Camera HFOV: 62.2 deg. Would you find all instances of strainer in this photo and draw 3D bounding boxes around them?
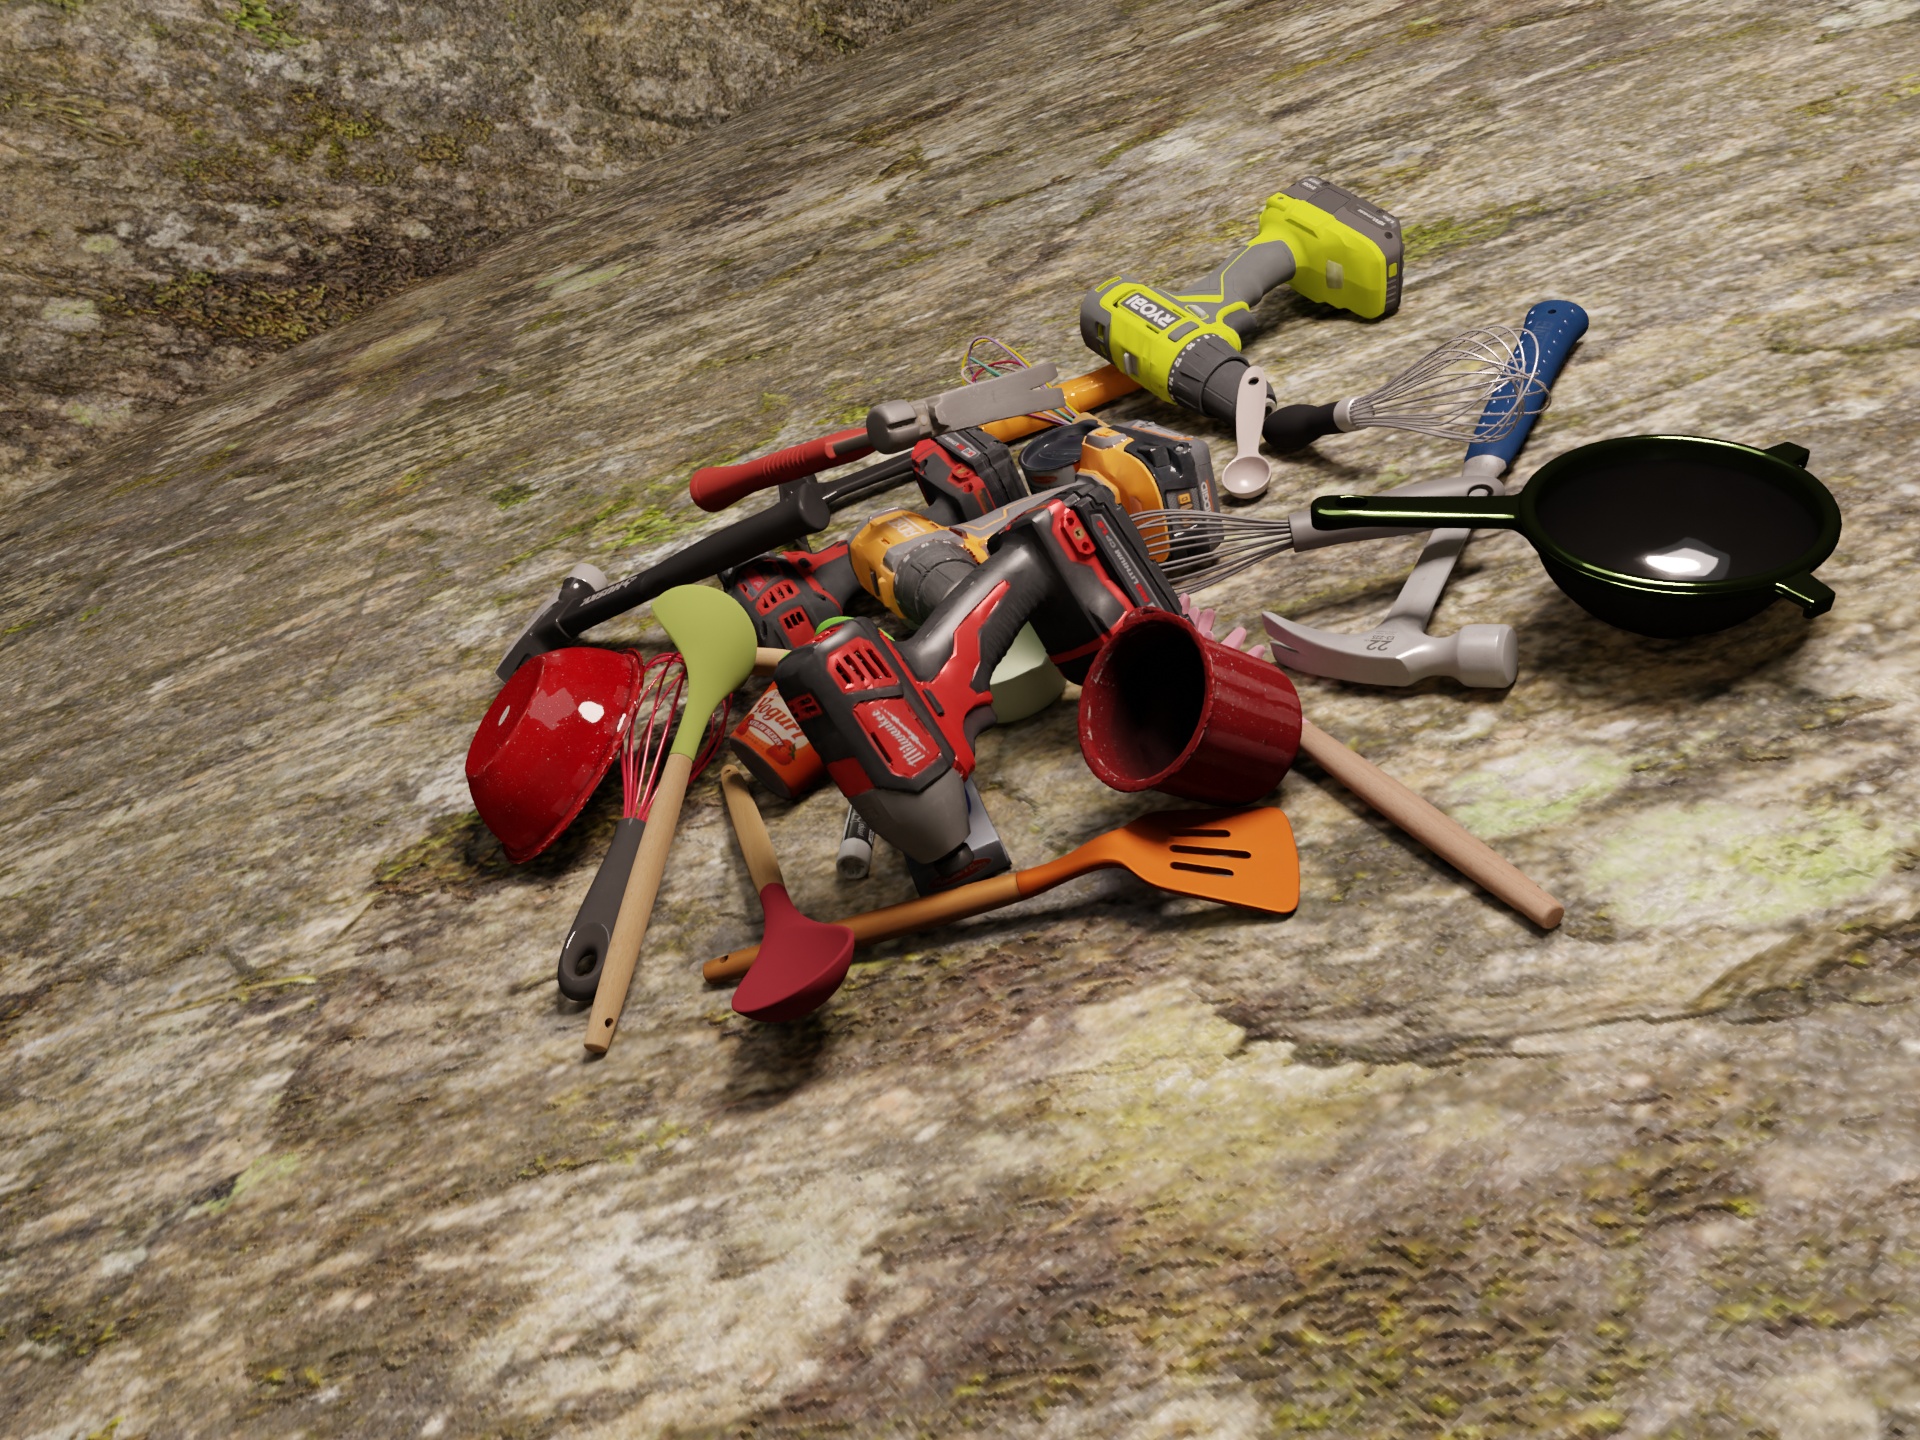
[{"bbox_3d":[0.315,-0.087,0.838,0.256,0.069,0.152,4,40,19],"label":"strainer"}]

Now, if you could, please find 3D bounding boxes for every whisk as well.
[{"bbox_3d":[-0.199,0.055,0.994,0.073,0.073,0.296,-12,40,18],"label":"whisk"},{"bbox_3d":[0.077,-0.230,1.216,0.047,0.051,0.245,-49,51,0],"label":"whisk"},{"bbox_3d":[0.195,-0.112,0.930,0.239,0.055,0.055,-10,34,11],"label":"whisk"},{"bbox_3d":[0.269,-0.198,1.016,0.070,0.070,0.285,-33,13,-15],"label":"whisk"}]

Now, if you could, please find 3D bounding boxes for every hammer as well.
[{"bbox_3d":[0.317,-0.153,0.990,0.144,0.035,0.406,3,40,35],"label":"hammer"},{"bbox_3d":[0.011,-0.230,1.296,0.337,0.034,0.127,-22,31,3],"label":"hammer"},{"bbox_3d":[-0.220,-0.103,1.177,0.335,0.035,0.146,-17,33,40],"label":"hammer"},{"bbox_3d":[-0.088,-0.196,1.148,0.149,0.036,0.359,-22,11,-34],"label":"hammer"}]

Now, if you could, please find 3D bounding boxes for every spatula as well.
[{"bbox_3d":[0.013,0.099,0.826,0.322,0.041,0.081,-17,32,17],"label":"spatula"}]

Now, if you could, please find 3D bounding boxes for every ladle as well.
[{"bbox_3d":[-0.111,0.086,0.889,0.069,0.031,0.316,-29,25,-4],"label":"ladle"},{"bbox_3d":[-0.181,0.049,0.947,0.062,0.078,0.320,-19,47,35],"label":"ladle"}]

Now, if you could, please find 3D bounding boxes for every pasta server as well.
[{"bbox_3d":[0.197,0.013,0.820,0.040,0.060,0.317,-58,35,10],"label":"pasta server"}]

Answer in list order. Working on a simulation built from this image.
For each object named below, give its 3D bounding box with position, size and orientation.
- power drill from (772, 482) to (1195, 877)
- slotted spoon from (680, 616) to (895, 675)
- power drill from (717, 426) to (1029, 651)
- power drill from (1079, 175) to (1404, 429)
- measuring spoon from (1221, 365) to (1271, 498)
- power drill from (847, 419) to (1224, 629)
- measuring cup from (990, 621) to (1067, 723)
[{"bbox_3d":[0.018,-0.023,0.857,0.220,0.143,0.078,-36,8,-31],"label":"power drill"},{"bbox_3d":[-0.123,-0.036,1.049,0.031,0.070,0.314,-36,21,-24],"label":"slotted spoon"},{"bbox_3d":[-0.074,-0.133,1.174,0.226,0.080,0.188,-32,32,-8],"label":"power drill"},{"bbox_3d":[0.232,-0.319,1.234,0.228,0.080,0.191,-34,51,-15],"label":"power drill"},{"bbox_3d":[0.205,-0.202,1.121,0.034,0.018,0.124,-4,54,21],"label":"measuring spoon"},{"bbox_3d":[0.054,-0.116,1.019,0.226,0.084,0.185,-20,24,-12],"label":"power drill"},{"bbox_3d":[-0.002,-0.003,0.971,0.167,0.038,0.083,-40,36,-22],"label":"measuring cup"}]
